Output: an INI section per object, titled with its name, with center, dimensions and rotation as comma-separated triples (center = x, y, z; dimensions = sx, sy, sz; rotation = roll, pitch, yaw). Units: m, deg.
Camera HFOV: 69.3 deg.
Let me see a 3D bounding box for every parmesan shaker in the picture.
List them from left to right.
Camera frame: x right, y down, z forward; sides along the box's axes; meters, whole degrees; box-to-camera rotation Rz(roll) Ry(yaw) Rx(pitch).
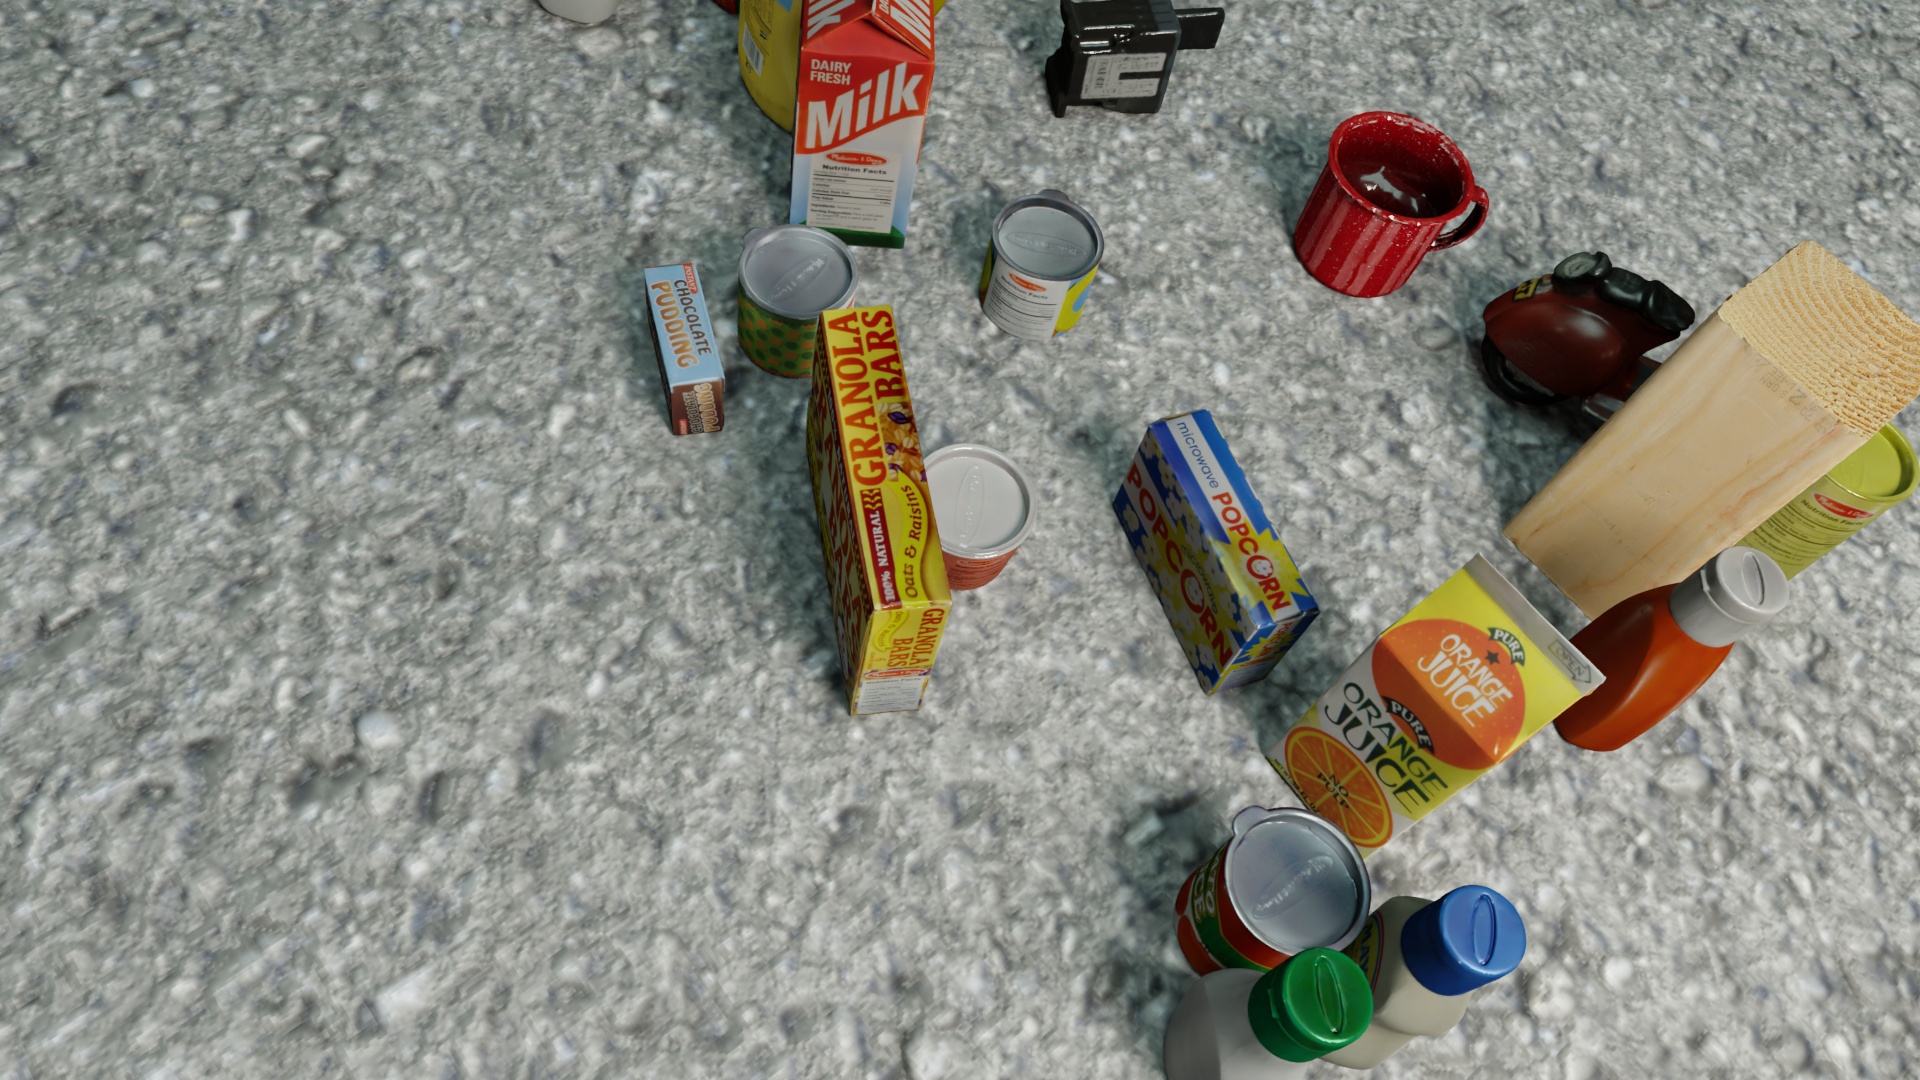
[parmesan shaker]
center = 0.479, -0.026, 0.798
dimensions = 0.071, 0.102, 0.071
rotation = 4, 60, -7

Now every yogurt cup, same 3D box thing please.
[yogurt cup]
center = 0.003, -0.009, 0.733
dimensions = 0.072, 0.053, 0.073
rotation = 4, 60, -7

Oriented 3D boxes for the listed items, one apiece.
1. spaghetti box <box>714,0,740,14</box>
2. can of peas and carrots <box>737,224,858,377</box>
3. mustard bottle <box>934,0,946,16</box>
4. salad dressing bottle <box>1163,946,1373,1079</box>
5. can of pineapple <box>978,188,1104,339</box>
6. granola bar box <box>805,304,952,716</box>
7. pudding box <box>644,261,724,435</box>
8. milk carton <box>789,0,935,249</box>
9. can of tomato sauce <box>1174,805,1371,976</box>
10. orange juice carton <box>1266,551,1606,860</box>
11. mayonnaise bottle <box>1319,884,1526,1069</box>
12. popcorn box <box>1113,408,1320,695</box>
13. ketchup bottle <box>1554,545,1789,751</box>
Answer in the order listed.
[spaghetti box]
center = -0.076, -0.443, 0.970
dimensions = 0.029, 0.050, 0.251
rotation = 41, 62, 14
[can of peas and carrots]
center = -0.095, -0.136, 0.786
dimensions = 0.071, 0.058, 0.071
rotation = 4, 60, -7
[mustard bottle]
center = -0.031, -0.410, 0.896
dimensions = 0.065, 0.159, 0.049
rotation = -8, 63, -14
[salad dressing bottle]
center = 0.125, 0.205, 0.577
dimensions = 0.044, 0.147, 0.064
rotation = 1, 61, -10
[can of pineapple]
center = 0.048, -0.163, 0.827
dimensions = 0.071, 0.057, 0.071
rotation = 4, 60, -7
[granola bar box]
center = -0.045, -0.013, 0.686
dimensions = 0.039, 0.123, 0.166
rotation = -5, 62, -13
[pudding box]
center = -0.152, -0.105, 0.763
dimensions = 0.030, 0.049, 0.084
rotation = -10, 63, -15
[milk carton]
center = -0.056, -0.256, 0.785
dimensions = 0.073, 0.189, 0.072
rotation = 3, 60, -8
[can of tomato sauce]
center = 0.139, 0.166, 0.639
dimensions = 0.071, 0.082, 0.071
rotation = 4, 60, -7
[orange juice carton]
center = 0.220, 0.076, 0.642
dimensions = 0.073, 0.191, 0.072
rotation = -30, 70, -23
[mayonnaise bottle]
center = 0.191, 0.185, 0.600
dimensions = 0.041, 0.147, 0.065
rotation = 16, 59, 0
[popcorn box]
center = 0.130, 0.006, 0.728
dimensions = 0.038, 0.084, 0.127
rotation = -16, 64, -18
[ketchup bottle]
center = 0.354, 0.053, 0.704
dimensions = 0.043, 0.148, 0.065
rotation = 11, 60, -4
